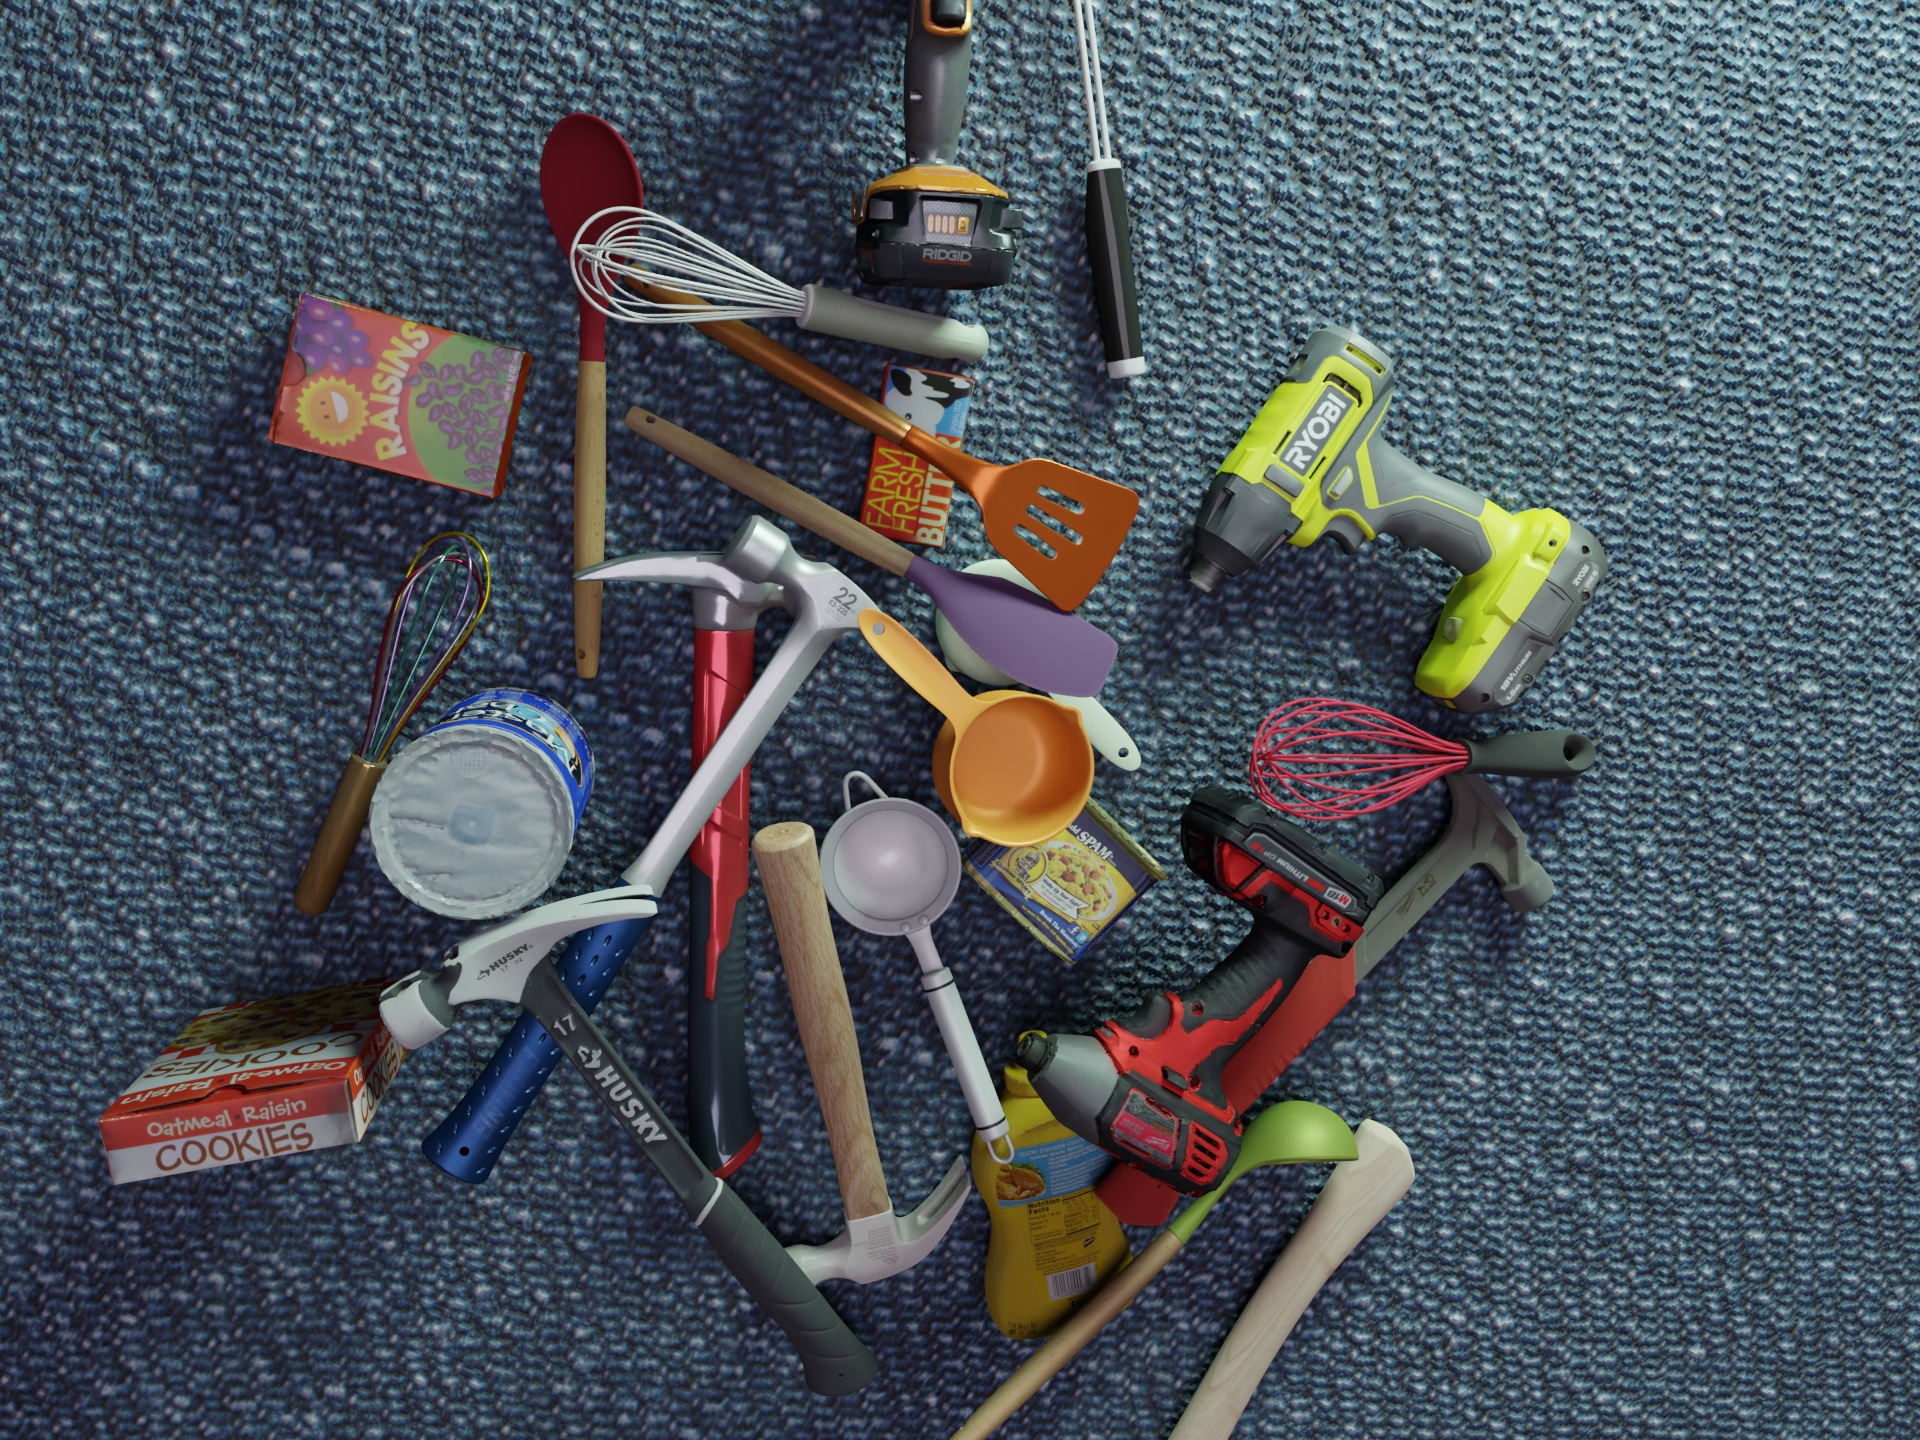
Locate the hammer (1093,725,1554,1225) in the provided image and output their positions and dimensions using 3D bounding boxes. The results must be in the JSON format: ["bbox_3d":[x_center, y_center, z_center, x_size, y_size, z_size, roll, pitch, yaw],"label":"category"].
[{"bbox_3d":[0.214,0.172,1.004,0.359,0.037,0.149,-43,103,-8],"label":"hammer"}]

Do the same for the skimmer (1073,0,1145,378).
[{"bbox_3d":[0.092,-0.378,0.889,0.127,0.090,0.363,-18,106,-37],"label":"skimmer"}]

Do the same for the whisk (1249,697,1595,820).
[{"bbox_3d":[0.288,0.021,0.961,0.295,0.073,0.073,0,101,-33],"label":"whisk"}]

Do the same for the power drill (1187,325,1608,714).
[{"bbox_3d":[0.260,-0.107,0.970,0.223,0.080,0.171,33,93,-8],"label":"power drill"}]

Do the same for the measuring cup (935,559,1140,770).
[{"bbox_3d":[0.056,-0.027,0.970,0.083,0.038,0.167,-44,100,1],"label":"measuring cup"}]

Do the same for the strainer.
[{"bbox_3d":[-0.018,0.150,0.971,0.087,0.050,0.258,-20,91,5],"label":"strainer"}]

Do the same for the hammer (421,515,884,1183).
[{"bbox_3d":[-0.172,0.089,0.911,0.144,0.035,0.405,34,91,-19],"label":"hammer"}]

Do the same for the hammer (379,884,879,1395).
[{"bbox_3d":[-0.153,0.264,0.926,0.149,0.036,0.408,-31,118,-3],"label":"hammer"}]

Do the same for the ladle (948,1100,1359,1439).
[{"bbox_3d":[0.123,0.351,0.993,0.320,0.078,0.062,-38,80,-16],"label":"ladle"}]

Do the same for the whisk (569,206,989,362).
[{"bbox_3d":[-0.094,-0.234,0.887,0.246,0.058,0.059,6,104,-26],"label":"whisk"}]

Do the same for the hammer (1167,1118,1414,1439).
[{"bbox_3d":[0.172,0.445,1.071,0.146,0.038,0.410,29,94,-10],"label":"hammer"}]

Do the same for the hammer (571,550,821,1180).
[{"bbox_3d":[-0.160,0.093,0.953,0.143,0.038,0.386,0,101,-17],"label":"hammer"}]

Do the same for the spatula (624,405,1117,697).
[{"bbox_3d":[-0.053,-0.100,0.921,0.316,0.018,0.060,29,61,-2],"label":"spatula"}]

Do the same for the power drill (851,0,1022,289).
[{"bbox_3d":[-0.007,-0.346,0.835,0.084,0.185,0.226,1,103,-10],"label":"power drill"}]

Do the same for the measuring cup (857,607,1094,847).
[{"bbox_3d":[-0.001,-0.003,0.905,0.173,0.052,0.095,45,82,-16],"label":"measuring cup"}]

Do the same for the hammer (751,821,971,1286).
[{"bbox_3d":[-0.073,0.208,0.957,0.130,0.031,0.331,-13,117,-8],"label":"hammer"}]

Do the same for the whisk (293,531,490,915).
[{"bbox_3d":[-0.331,0.005,0.920,0.047,0.051,0.245,23,99,-17],"label":"whisk"}]

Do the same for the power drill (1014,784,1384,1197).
[{"bbox_3d":[0.136,0.155,0.931,0.143,0.078,0.219,31,88,-12],"label":"power drill"}]

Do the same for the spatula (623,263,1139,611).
[{"bbox_3d":[-0.051,-0.175,0.915,0.322,0.041,0.081,31,97,1],"label":"spatula"}]

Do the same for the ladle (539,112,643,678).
[{"bbox_3d":[-0.211,-0.179,0.910,0.069,0.031,0.315,10,103,25],"label":"ladle"}]
